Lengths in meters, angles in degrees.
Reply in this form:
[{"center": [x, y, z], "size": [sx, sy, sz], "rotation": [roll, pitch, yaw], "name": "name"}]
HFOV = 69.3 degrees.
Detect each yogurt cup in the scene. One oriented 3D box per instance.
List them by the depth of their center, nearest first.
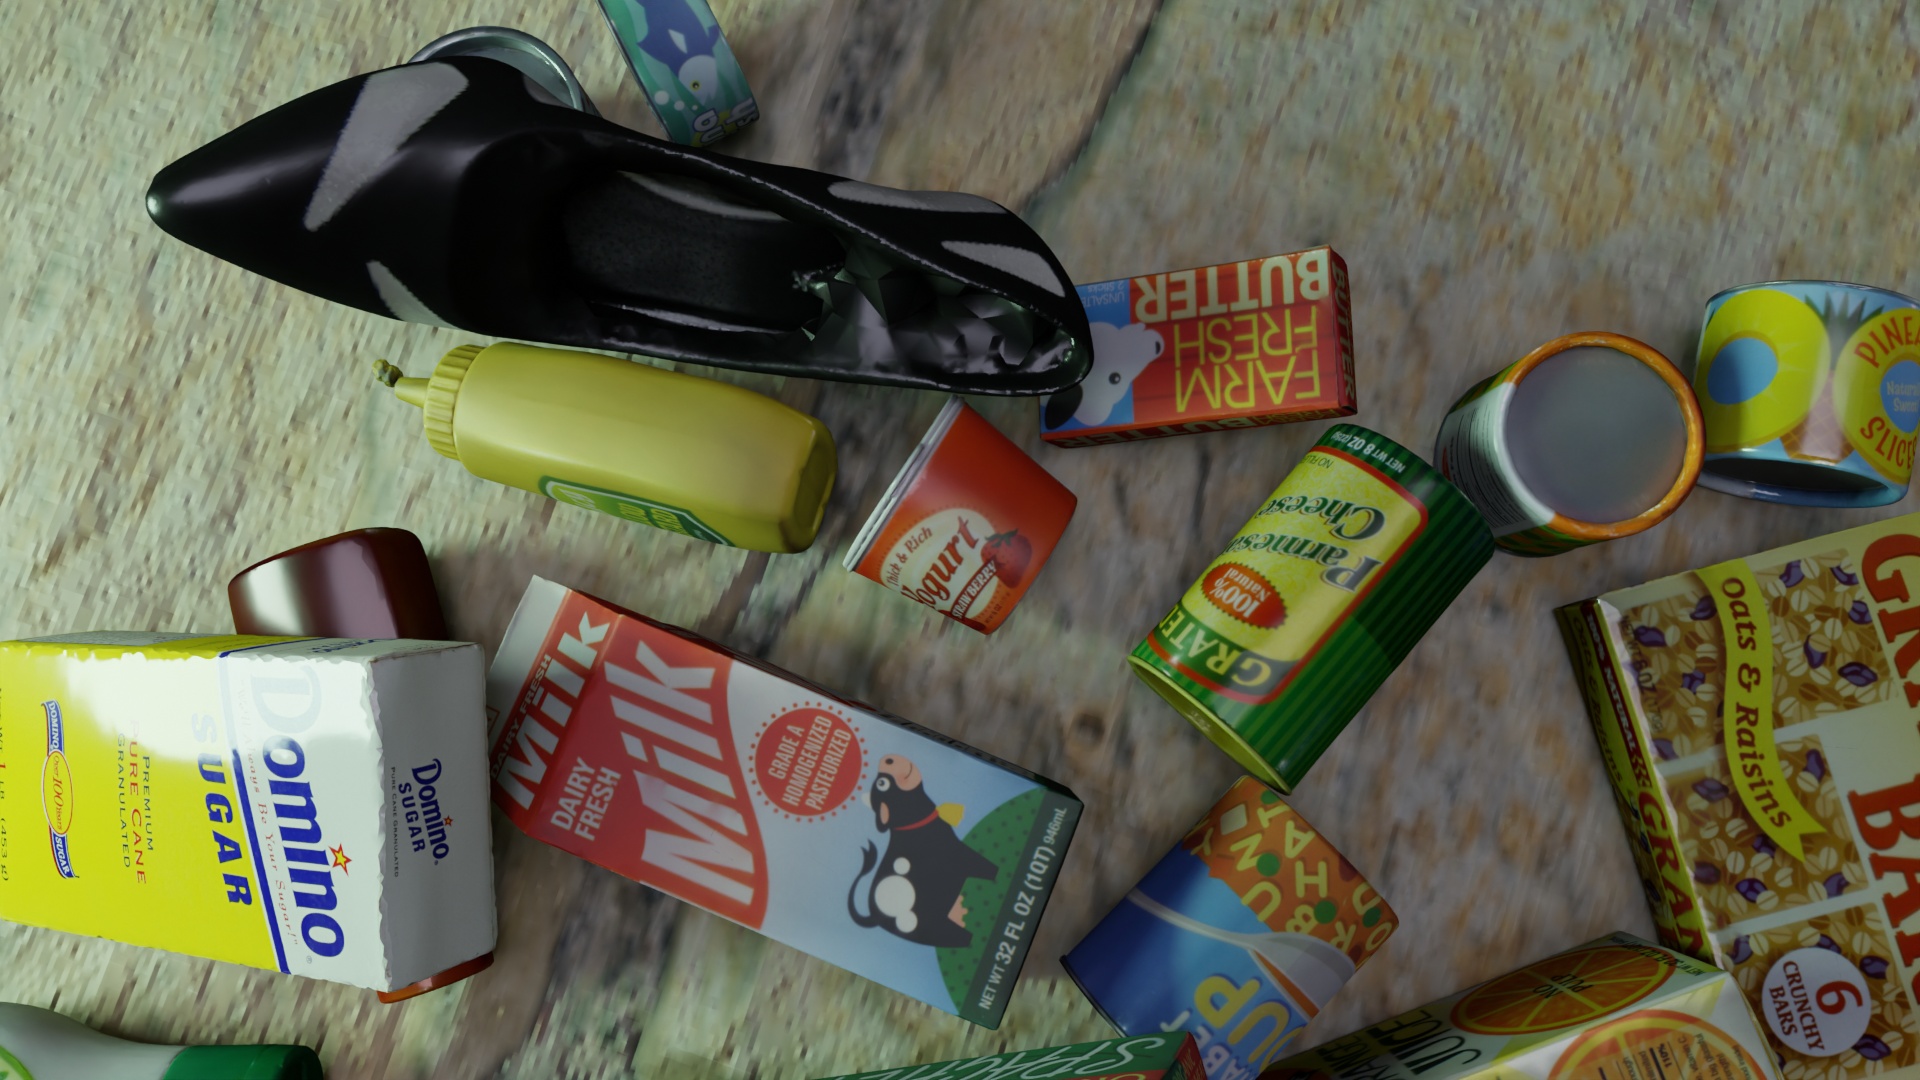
[{"center": [0.002, -0.006, 0.453], "size": [0.054, 0.072, 0.072], "rotation": [33, 85, -3], "name": "yogurt cup"}]

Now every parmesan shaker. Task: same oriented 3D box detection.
[{"center": [0.110, 0.020, 0.447], "size": [0.071, 0.071, 0.103], "rotation": [41, 85, 6], "name": "parmesan shaker"}]

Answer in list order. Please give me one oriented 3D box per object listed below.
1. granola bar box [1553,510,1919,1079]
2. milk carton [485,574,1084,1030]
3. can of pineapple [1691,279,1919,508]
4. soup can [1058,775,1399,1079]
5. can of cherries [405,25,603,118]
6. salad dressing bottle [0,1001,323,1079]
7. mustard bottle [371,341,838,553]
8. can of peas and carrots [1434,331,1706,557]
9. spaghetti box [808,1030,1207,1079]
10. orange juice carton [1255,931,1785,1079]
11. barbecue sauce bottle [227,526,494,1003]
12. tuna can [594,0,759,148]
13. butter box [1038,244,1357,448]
[{"center": [0.281, 0.083, 0.446], "size": [0.124, 0.039, 0.165], "rotation": [-15, 83, 0], "name": "granola bar box"}, {"center": [-0.063, 0.077, 0.439], "size": [0.191, 0.073, 0.072], "rotation": [22, 84, 4], "name": "milk carton"}, {"center": [0.273, -0.046, 0.447], "size": [0.071, 0.071, 0.058], "rotation": [13, 85, 3], "name": "can of pineapple"}, {"center": [0.085, 0.126, 0.430], "size": [0.084, 0.071, 0.071], "rotation": [-45, 84, -4], "name": "soup can"}, {"center": [-0.155, -0.130, 0.475], "size": [0.071, 0.058, 0.071], "rotation": [0, 84, 1], "name": "can of cherries"}, {"center": [-0.285, 0.182, 0.447], "size": [0.148, 0.044, 0.064], "rotation": [-1, 82, 1], "name": "salad dressing bottle"}, {"center": [-0.123, -0.035, 0.462], "size": [0.160, 0.065, 0.049], "rotation": [14, 78, 9], "name": "mustard bottle"}, {"center": [0.199, -0.031, 0.453], "size": [0.071, 0.058, 0.071], "rotation": [0, 84, 2], "name": "can of peas and carrots"}, {"center": [-0.052, 0.178, 0.403], "size": [0.250, 0.050, 0.028], "rotation": [-14, 83, 17], "name": "spaghetti box"}, {"center": [0.143, 0.191, 0.420], "size": [0.193, 0.071, 0.073], "rotation": [-20, 83, -1], "name": "orange juice carton"}, {"center": [-0.192, 0.074, 0.458], "size": [0.065, 0.043, 0.148], "rotation": [-19, 83, 12], "name": "barbecue sauce bottle"}, {"center": [-0.096, -0.165, 0.474], "size": [0.033, 0.071, 0.071], "rotation": [-27, 83, -2], "name": "tuna can"}, {"center": [0.076, -0.062, 0.458], "size": [0.103, 0.024, 0.053], "rotation": [-4, 82, 25], "name": "butter box"}]
